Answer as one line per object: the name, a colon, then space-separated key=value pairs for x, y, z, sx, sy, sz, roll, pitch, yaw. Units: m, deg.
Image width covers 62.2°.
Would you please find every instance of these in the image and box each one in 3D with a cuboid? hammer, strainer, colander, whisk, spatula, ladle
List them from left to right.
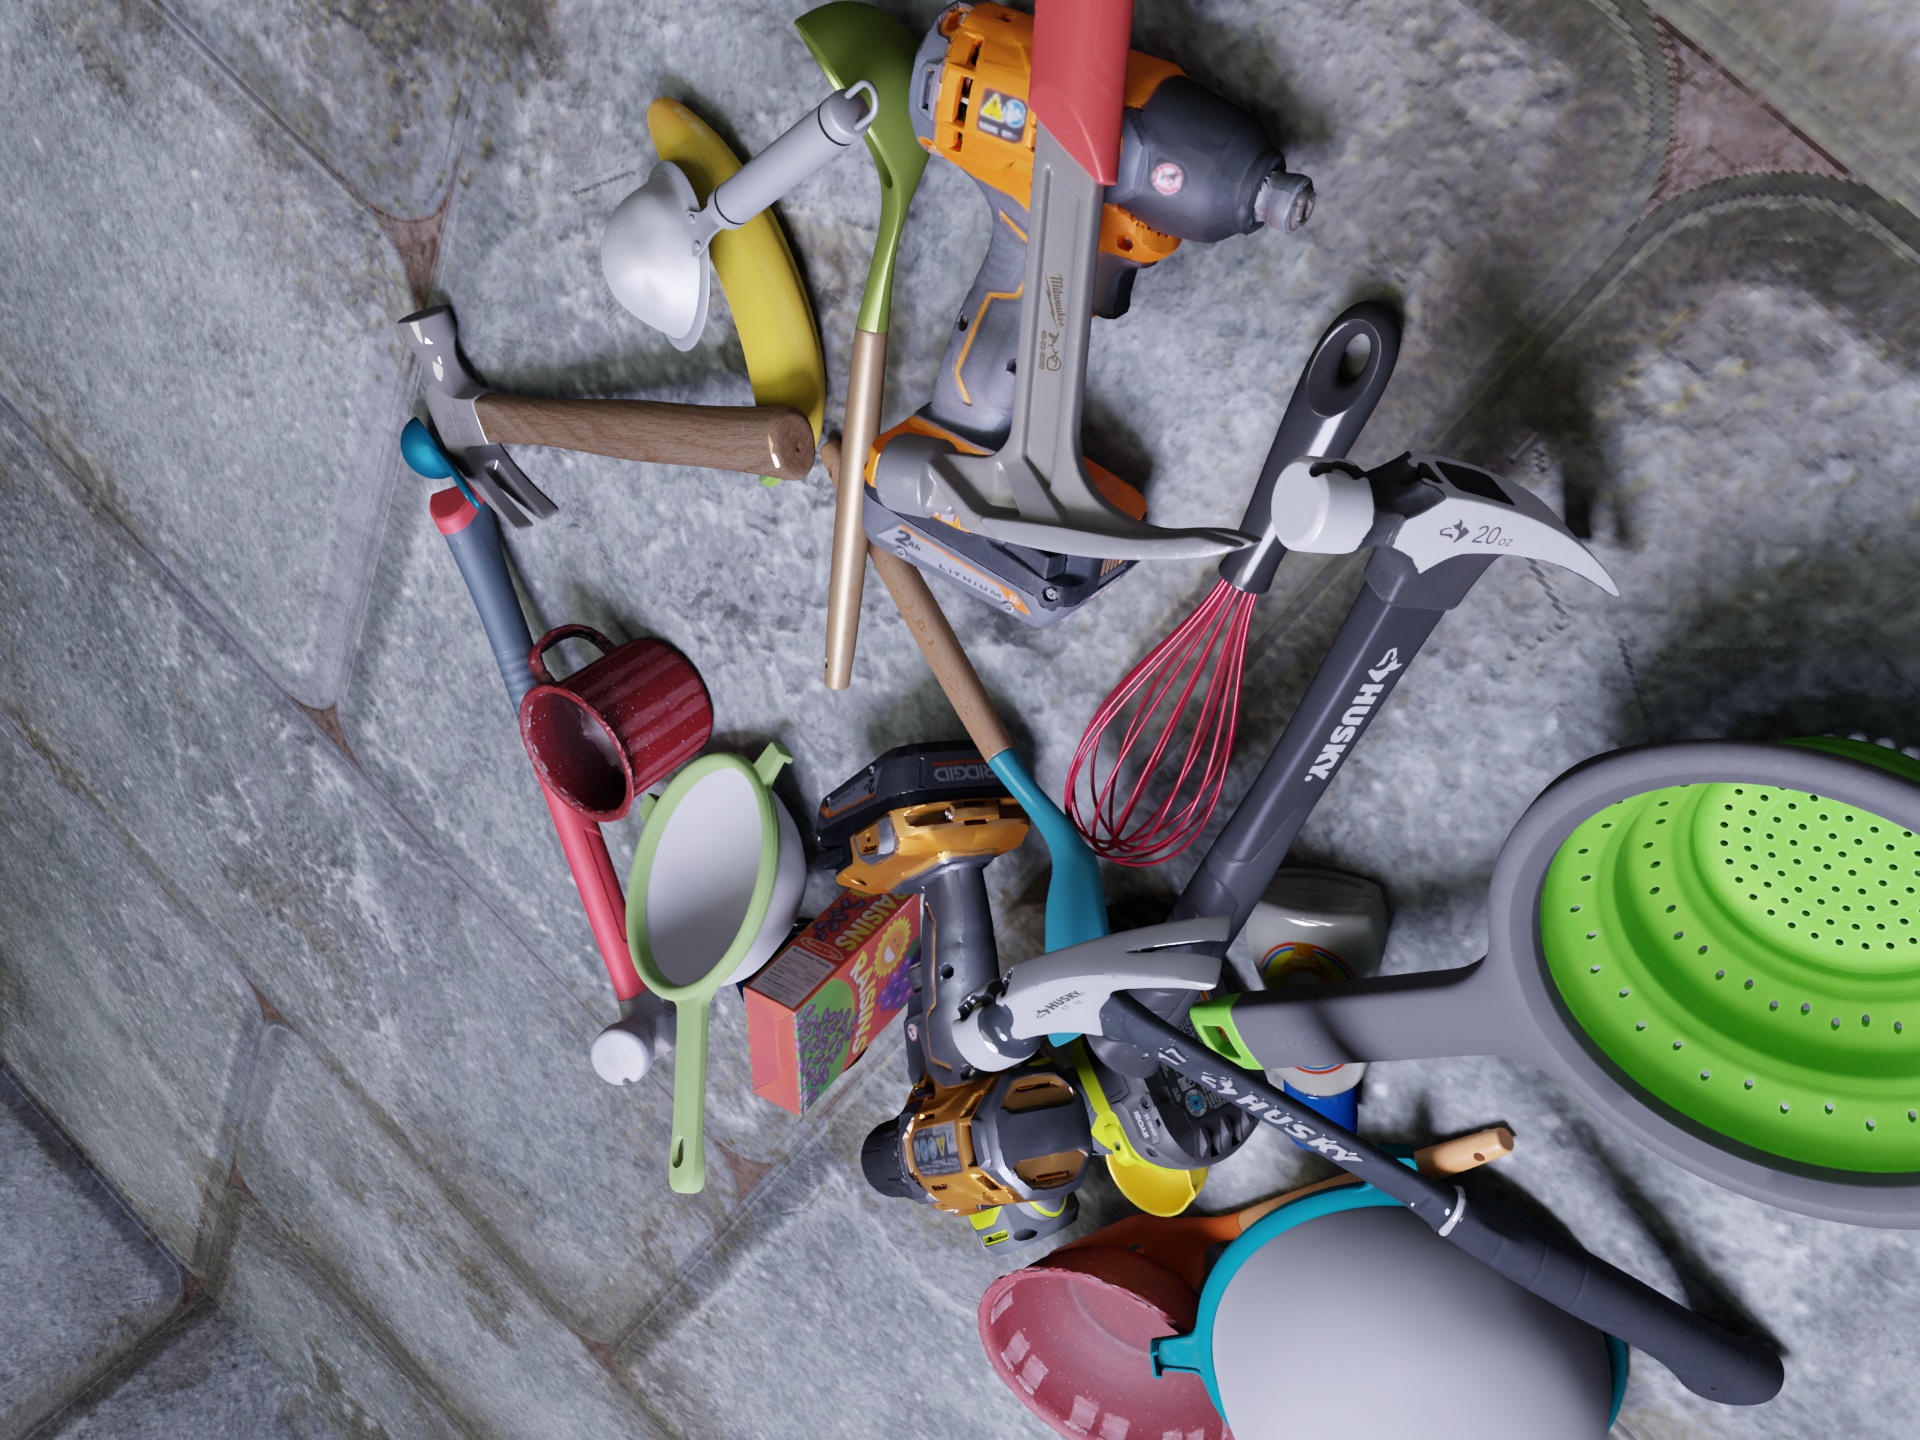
hammer: x=-0.255 y=0.033 z=1.035 sx=0.038 sy=0.143 sz=0.386 roll=-16 pitch=98 yaw=11
hammer: x=-0.194 y=-0.156 z=0.859 sx=0.331 sy=0.031 sz=0.130 roll=14 pitch=129 yaw=43
strainer: x=-0.105 y=-0.222 z=0.689 sx=0.258 sy=0.050 sz=0.087 roll=-8 pitch=94 yaw=55
strainer: x=-0.135 y=0.148 z=0.943 sx=0.151 sy=0.069 sz=0.256 roll=-21 pitch=61 yaw=43
ladle: x=-0.055 y=-0.153 z=0.723 sx=0.078 sy=0.062 sz=0.320 roll=-114 pitch=27 yaw=-55
spatula: x=-0.001 y=-0.002 z=0.758 sx=0.318 sy=0.044 sz=0.082 roll=61 pitch=153 yaw=16
hammer: x=0.050 y=-0.237 z=0.546 sx=0.149 sy=0.036 sz=0.359 roll=13 pitch=108 yaw=27
whisk: x=0.115 y=-0.046 z=0.687 sx=0.073 sy=0.073 sz=0.295 roll=34 pitch=128 yaw=17
spatula: x=0.170 y=0.276 z=0.867 sx=0.081 sy=0.041 sz=0.322 roll=47 pitch=136 yaw=-2
hammer: x=0.132 y=0.038 z=0.650 sx=0.035 sy=0.146 sz=0.334 roll=-113 pitch=34 yaw=-42
hammer: x=0.199 y=0.199 z=0.679 sx=0.408 sy=0.036 sz=0.149 roll=31 pitch=143 yaw=-15
strainer: x=0.267 y=0.377 z=0.775 sx=0.340 sy=0.095 sz=0.211 roll=39 pitch=114 yaw=-3
colander: x=0.256 y=0.090 z=0.634 sx=0.397 sy=0.094 sz=0.204 roll=-19 pitch=106 yaw=50

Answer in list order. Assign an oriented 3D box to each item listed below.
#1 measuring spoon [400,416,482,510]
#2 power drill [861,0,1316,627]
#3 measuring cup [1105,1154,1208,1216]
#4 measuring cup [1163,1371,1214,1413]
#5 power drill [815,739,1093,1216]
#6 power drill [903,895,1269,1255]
measuring spoon: x=-0.315 y=-0.148 z=0.960 sx=0.129 sy=0.021 sz=0.042 roll=41 pitch=160 yaw=49
power drill: x=0.045 y=-0.157 z=0.651 sx=0.164 sy=0.084 sz=0.226 roll=29 pitch=129 yaw=22
measuring cup: x=0.116 y=0.203 z=0.881 sx=0.062 sy=0.029 sz=0.156 roll=20 pitch=117 yaw=35
measuring cup: x=0.196 y=0.417 z=0.930 sx=0.174 sy=0.052 sz=0.095 roll=1 pitch=118 yaw=42
power drill: x=-0.015 y=0.141 z=0.828 sx=0.185 sy=0.084 sz=0.226 roll=-36 pitch=61 yaw=57
power drill: x=0.050 y=0.187 z=0.869 sx=0.223 sy=0.080 sz=0.171 roll=-40 pitch=70 yaw=49
